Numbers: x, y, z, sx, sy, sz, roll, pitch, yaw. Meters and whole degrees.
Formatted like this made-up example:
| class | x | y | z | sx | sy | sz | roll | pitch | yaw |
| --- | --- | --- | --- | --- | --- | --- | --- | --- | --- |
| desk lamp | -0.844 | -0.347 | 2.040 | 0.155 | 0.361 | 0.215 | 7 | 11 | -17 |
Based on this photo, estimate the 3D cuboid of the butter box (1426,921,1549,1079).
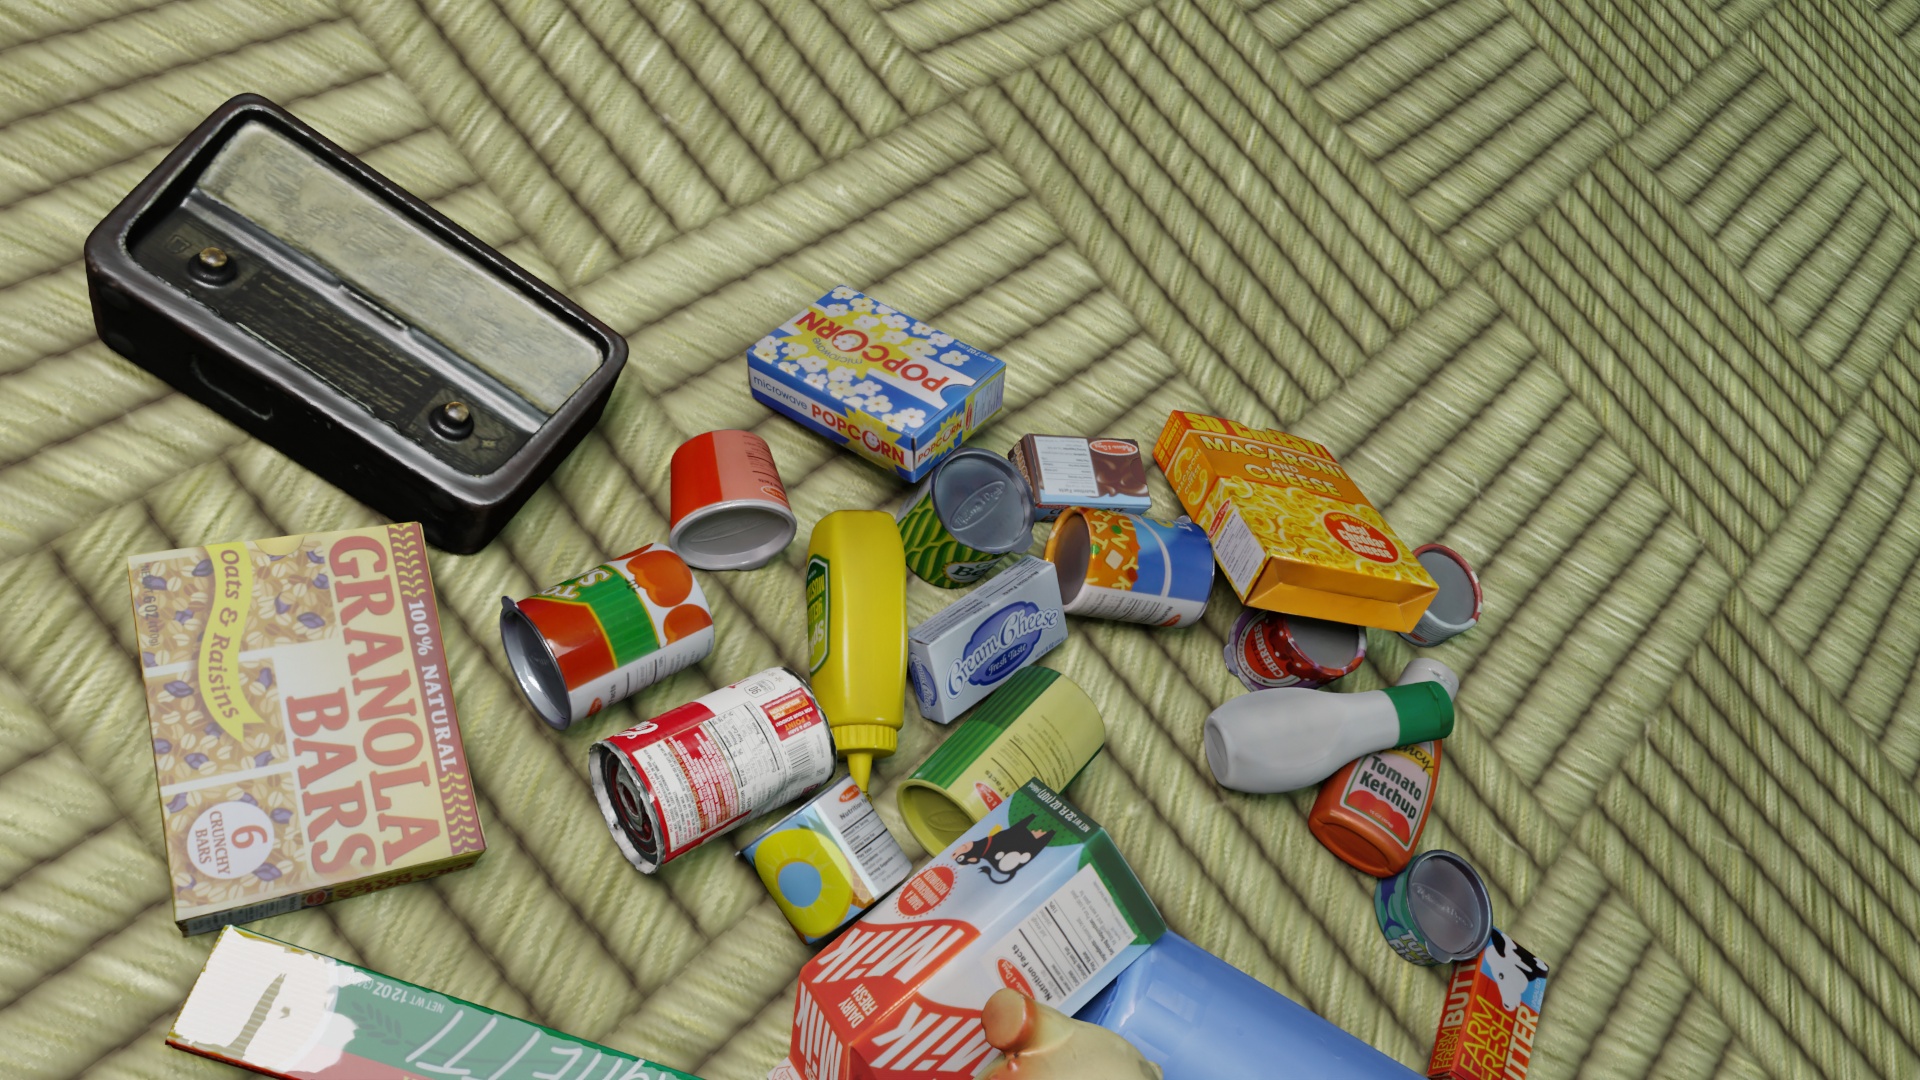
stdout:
| class | x | y | z | sx | sy | sz | roll | pitch | yaw |
| --- | --- | --- | --- | --- | --- | --- | --- | --- | --- |
| butter box | 0.321 | 0.290 | 0.843 | 0.053 | 0.024 | 0.104 | 36 | 56 | -8 |

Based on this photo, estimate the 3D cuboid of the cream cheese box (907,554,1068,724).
| class | x | y | z | sx | sy | sz | roll | pitch | yaw |
| --- | --- | --- | --- | --- | --- | --- | --- | --- | --- |
| cream cheese box | 0.015 | 0.055 | 0.789 | 0.104 | 0.024 | 0.053 | -32 | 121 | -34 |

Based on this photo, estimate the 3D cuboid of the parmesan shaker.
| class | x | y | z | sx | sy | sz | roll | pitch | yaw |
| --- | --- | --- | --- | --- | --- | --- | --- | --- | --- |
| parmesan shaker | 0.025 | 0.125 | 0.751 | 0.071 | 0.071 | 0.103 | 48 | 55 | 2 |

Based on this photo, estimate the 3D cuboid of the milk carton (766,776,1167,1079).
| class | x | y | z | sx | sy | sz | roll | pitch | yaw |
| --- | --- | --- | --- | --- | --- | --- | --- | --- | --- |
| milk carton | -0.005 | 0.207 | 0.659 | 0.191 | 0.072 | 0.073 | -38 | 114 | -14 |

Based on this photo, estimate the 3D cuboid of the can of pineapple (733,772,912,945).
| class | x | y | z | sx | sy | sz | roll | pitch | yaw |
| --- | --- | --- | --- | --- | --- | --- | --- | --- | --- |
| can of pineapple | -0.067 | 0.159 | 0.689 | 0.071 | 0.070 | 0.058 | -31 | 83 | -34 |

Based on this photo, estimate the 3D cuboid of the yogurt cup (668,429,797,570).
| class | x | y | z | sx | sy | sz | roll | pitch | yaw |
| --- | --- | --- | --- | --- | --- | --- | --- | --- | --- |
| yogurt cup | -0.126 | -0.023 | 0.749 | 0.072 | 0.072 | 0.054 | 0 | 59 | -26 |

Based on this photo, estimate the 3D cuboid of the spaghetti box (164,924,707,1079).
| class | x | y | z | sx | sy | sz | roll | pitch | yaw |
| --- | --- | --- | --- | --- | --- | --- | --- | --- | --- |
| spaghetti box | -0.207 | 0.232 | 0.605 | 0.250 | 0.028 | 0.050 | 24 | 59 | -14 |

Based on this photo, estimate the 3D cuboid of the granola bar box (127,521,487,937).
| class | x | y | z | sx | sy | sz | roll | pitch | yaw |
| --- | --- | --- | --- | --- | --- | --- | --- | --- | --- |
| granola bar box | -0.295 | 0.079 | 0.629 | 0.124 | 0.039 | 0.166 | -9 | 71 | -30 |

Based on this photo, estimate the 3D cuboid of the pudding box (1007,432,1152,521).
| class | x | y | z | sx | sy | sz | roll | pitch | yaw |
| --- | --- | --- | --- | --- | --- | --- | --- | --- | --- |
| pudding box | 0.075 | -0.038 | 0.876 | 0.084 | 0.030 | 0.050 | 1 | 65 | -26 |

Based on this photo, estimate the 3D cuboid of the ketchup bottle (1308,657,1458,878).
| class | x | y | z | sx | sy | sz | roll | pitch | yaw |
| --- | --- | --- | --- | --- | --- | --- | --- | --- | --- |
| ketchup bottle | 0.276 | 0.138 | 0.882 | 0.065 | 0.043 | 0.149 | 35 | 55 | 4 |

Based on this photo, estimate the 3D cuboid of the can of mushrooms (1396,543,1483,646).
| class | x | y | z | sx | sy | sz | roll | pitch | yaw |
| --- | --- | --- | --- | --- | --- | --- | --- | --- | --- |
| can of mushrooms | 0.326 | 0.035 | 0.963 | 0.071 | 0.033 | 0.071 | 11 | 63 | -21 |

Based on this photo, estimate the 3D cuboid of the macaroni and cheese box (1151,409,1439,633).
| class | x | y | z | sx | sy | sz | roll | pitch | yaw |
| --- | --- | --- | --- | --- | --- | --- | --- | --- | --- |
| macaroni and cheese box | 0.207 | -0.016 | 0.878 | 0.124 | 0.040 | 0.167 | 10 | 32 | -22 |

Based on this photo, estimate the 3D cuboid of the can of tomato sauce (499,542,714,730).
| class | x | y | z | sx | sy | sz | roll | pitch | yaw |
| --- | --- | --- | --- | --- | --- | --- | --- | --- | --- |
| can of tomato sauce | -0.175 | 0.044 | 0.689 | 0.083 | 0.071 | 0.071 | -27 | 80 | -34 |

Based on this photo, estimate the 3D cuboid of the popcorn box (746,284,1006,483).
| class | x | y | z | sx | sy | sz | roll | pitch | yaw |
| --- | --- | --- | --- | --- | --- | --- | --- | --- | --- |
| popcorn box | -0.049 | -0.093 | 0.803 | 0.127 | 0.038 | 0.085 | 29 | 50 | 25 |

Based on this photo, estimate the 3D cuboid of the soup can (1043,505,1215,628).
| class | x | y | z | sx | sy | sz | roll | pitch | yaw |
| --- | --- | --- | --- | --- | --- | --- | --- | --- | --- |
| soup can | 0.101 | 0.014 | 0.841 | 0.084 | 0.071 | 0.071 | 9 | 63 | -23 |

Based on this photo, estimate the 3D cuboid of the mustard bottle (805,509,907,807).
| class | x | y | z | sx | sy | sz | roll | pitch | yaw |
| --- | --- | --- | --- | --- | --- | --- | --- | --- | --- |
| mustard bottle | -0.055 | 0.065 | 0.742 | 0.049 | 0.065 | 0.160 | 4 | 69 | -20 |

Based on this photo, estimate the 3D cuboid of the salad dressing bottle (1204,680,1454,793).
| class | x | y | z | sx | sy | sz | roll | pitch | yaw |
| --- | --- | --- | --- | --- | --- | --- | --- | --- | --- |
| salad dressing bottle | 0.224 | 0.115 | 0.842 | 0.148 | 0.043 | 0.064 | -8 | 44 | -11 |

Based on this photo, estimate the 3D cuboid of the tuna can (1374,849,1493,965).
| class | x | y | z | sx | sy | sz | roll | pitch | yaw |
| --- | --- | --- | --- | --- | --- | --- | --- | --- | --- |
| tuna can | 0.289 | 0.228 | 0.852 | 0.071 | 0.032 | 0.071 | 11 | 62 | -22 |

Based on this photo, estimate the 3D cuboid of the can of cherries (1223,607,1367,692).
| class | x | y | z | sx | sy | sz | roll | pitch | yaw |
| --- | --- | --- | --- | --- | --- | --- | --- | --- | --- |
| can of cherries | 0.211 | 0.064 | 0.877 | 0.071 | 0.058 | 0.072 | 11 | 62 | -22 |

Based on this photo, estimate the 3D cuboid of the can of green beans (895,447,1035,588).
| class | x | y | z | sx | sy | sz | roll | pitch | yaw |
| --- | --- | --- | --- | --- | --- | --- | --- | --- | --- |
| can of green beans | 0.002 | -0.012 | 0.809 | 0.071 | 0.057 | 0.071 | 11 | 62 | -22 |
